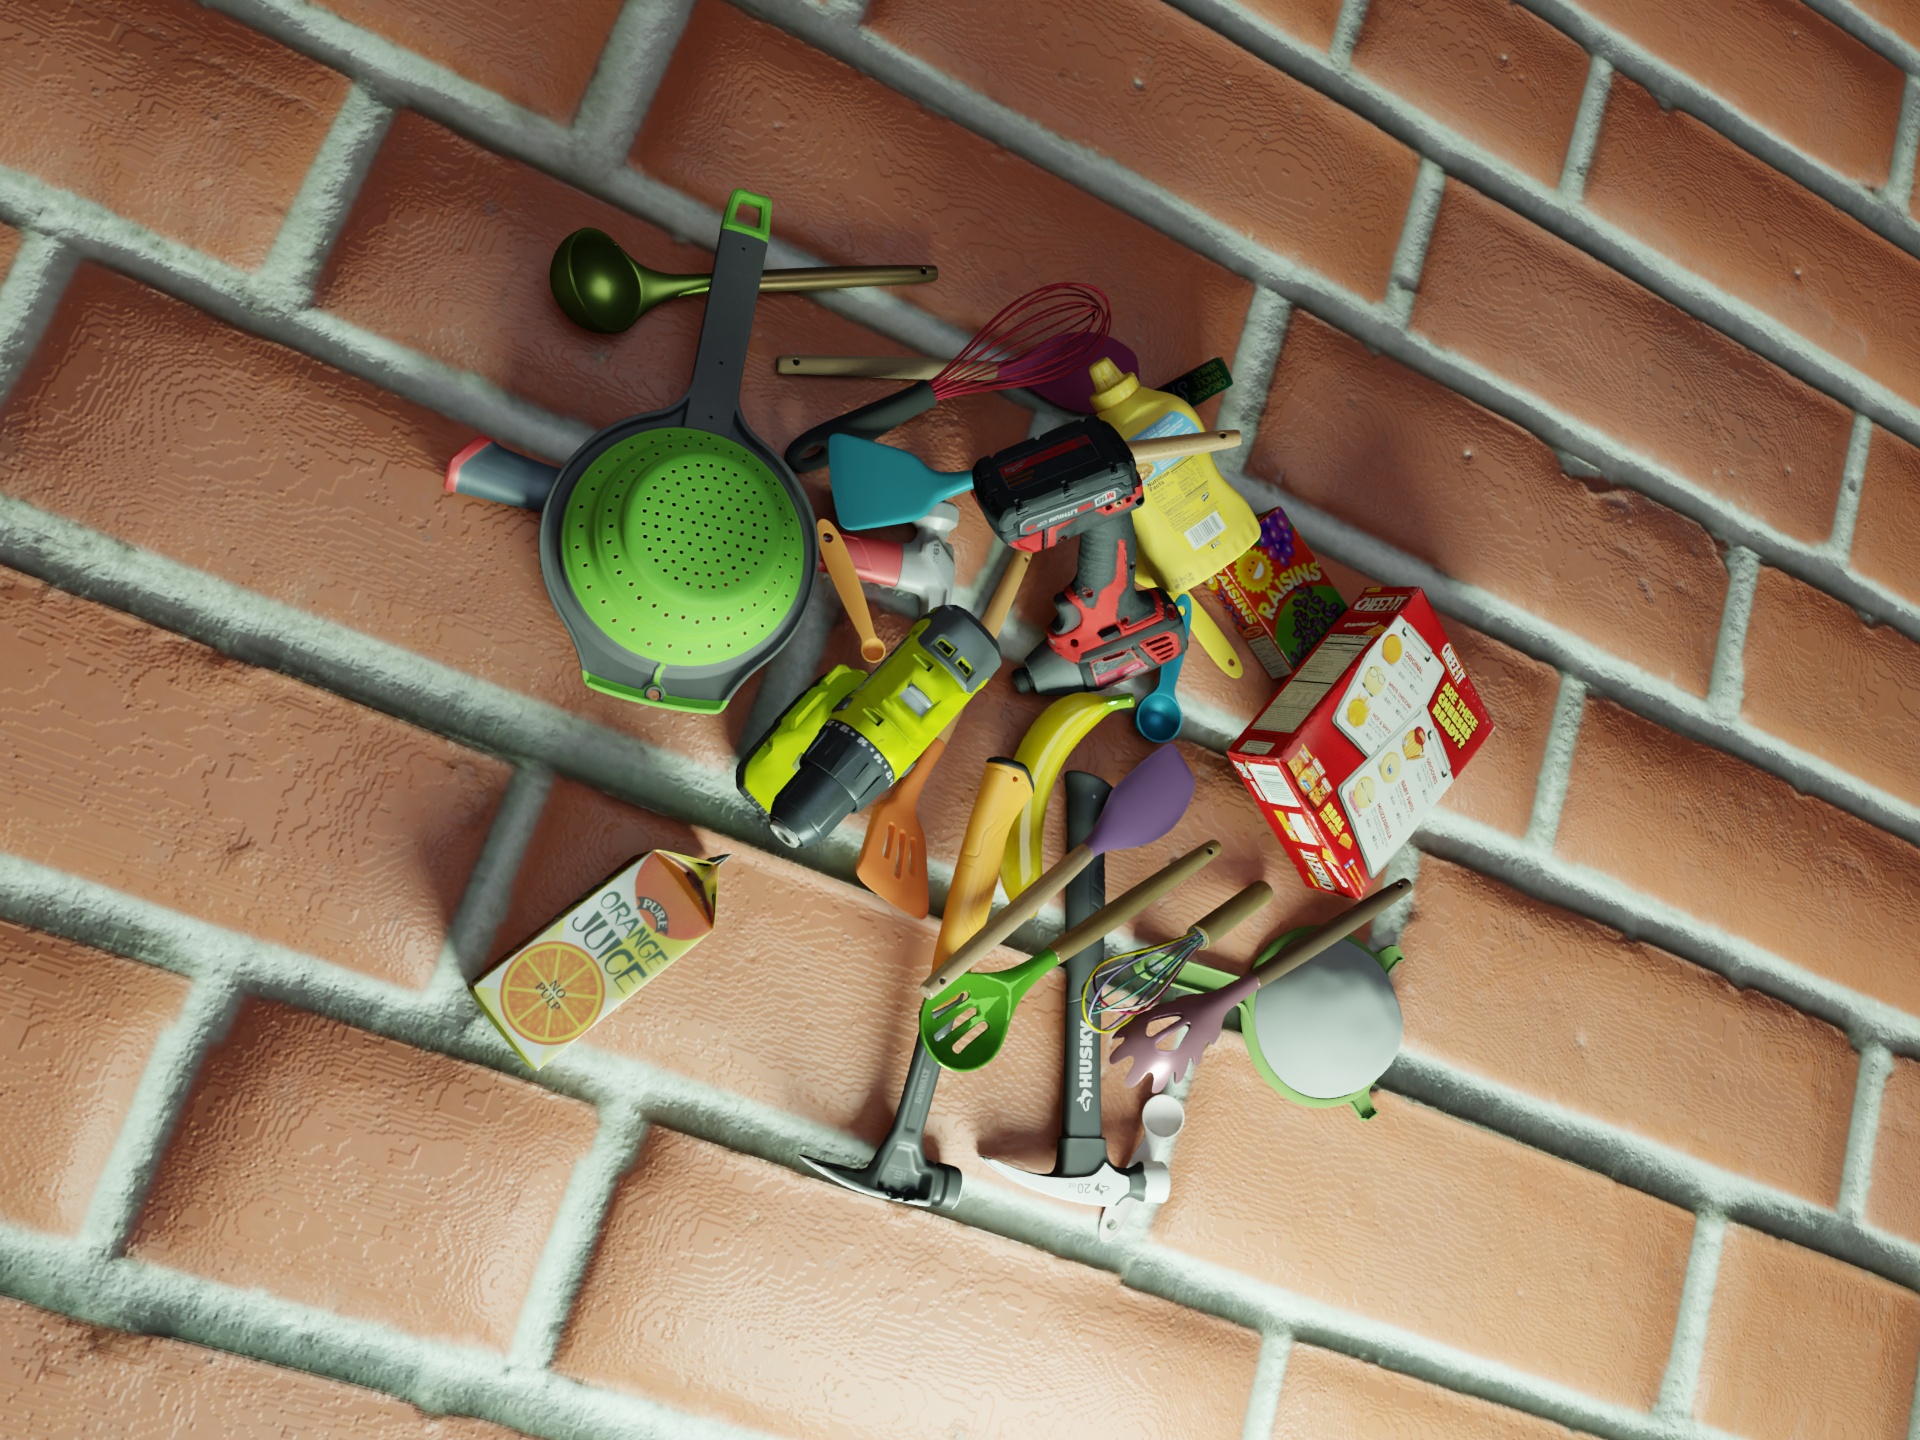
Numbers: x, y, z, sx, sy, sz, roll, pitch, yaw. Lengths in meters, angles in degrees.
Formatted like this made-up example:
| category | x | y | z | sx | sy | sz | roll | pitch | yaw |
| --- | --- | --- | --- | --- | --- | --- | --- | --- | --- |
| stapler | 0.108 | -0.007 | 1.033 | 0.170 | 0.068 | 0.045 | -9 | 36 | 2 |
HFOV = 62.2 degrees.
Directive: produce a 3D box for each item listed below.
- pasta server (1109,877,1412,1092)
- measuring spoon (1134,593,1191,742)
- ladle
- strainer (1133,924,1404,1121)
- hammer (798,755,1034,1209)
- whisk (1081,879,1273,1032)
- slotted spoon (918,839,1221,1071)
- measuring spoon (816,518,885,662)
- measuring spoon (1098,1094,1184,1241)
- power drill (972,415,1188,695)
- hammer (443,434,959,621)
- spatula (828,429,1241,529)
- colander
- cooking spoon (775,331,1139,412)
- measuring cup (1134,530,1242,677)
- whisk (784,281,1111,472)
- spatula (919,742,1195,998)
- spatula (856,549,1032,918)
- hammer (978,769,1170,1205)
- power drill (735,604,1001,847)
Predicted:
| category | x | y | z | sx | sy | sz | roll | pitch | yaw |
| --- | --- | --- | --- | --- | --- | --- | --- | --- | --- |
| pasta server | 0.249 | 0.199 | 1.266 | 0.316 | 0.040 | 0.060 | -25 | 63 | -29 |
| measuring spoon | 0.170 | -0.043 | 1.323 | 0.042 | 0.021 | 0.129 | 17 | 80 | -19 |
| ladle | -0.159 | -0.344 | 1.233 | 0.320 | 0.062 | 0.078 | -10 | 91 | -25 |
| strainer | 0.264 | 0.227 | 1.293 | 0.256 | 0.069 | 0.151 | 19 | 75 | -19 |
| hammer | -0.015 | 0.187 | 1.187 | 0.127 | 0.034 | 0.337 | 22 | 79 | -29 |
| whisk | 0.174 | 0.176 | 1.248 | 0.245 | 0.051 | 0.047 | -25 | 75 | -43 |
| slotted spoon | 0.089 | 0.169 | 1.212 | 0.314 | 0.031 | 0.070 | -29 | 87 | -29 |
| measuring spoon | -0.085 | -0.098 | 1.207 | 0.021 | 0.011 | 0.117 | -21 | 88 | -23 |
| measuring spoon | 0.139 | 0.354 | 1.258 | 0.034 | 0.018 | 0.124 | 28 | 79 | -1 |
| power drill | 0.088 | -0.111 | 1.224 | 0.143 | 0.079 | 0.219 | -22 | 132 | 0 |
| hammer | -0.190 | -0.132 | 1.196 | 0.386 | 0.038 | 0.143 | 10 | 80 | -19 |
| spatula | 0.059 | -0.199 | 1.225 | 0.317 | 0.044 | 0.082 | -8 | 71 | 1 |
| colander | -0.176 | -0.208 | 1.138 | 0.204 | 0.094 | 0.397 | 12 | 80 | -19 |
| cooking spoon | 0.004 | -0.288 | 1.305 | 0.318 | 0.017 | 0.069 | -3 | 92 | -22 |
| measuring cup | 0.196 | -0.102 | 1.341 | 0.062 | 0.029 | 0.156 | -38 | 94 | -22 |
| whisk | -0.008 | -0.270 | 1.263 | 0.296 | 0.073 | 0.073 | -29 | 92 | -10 |
| spatula | 0.082 | 0.117 | 1.218 | 0.316 | 0.018 | 0.059 | -36 | 100 | -33 |
| spatula | -0.002 | -0.004 | 1.245 | 0.081 | 0.041 | 0.323 | 39 | 67 | -36 |
| hammer | 0.092 | 0.205 | 1.246 | 0.146 | 0.035 | 0.335 | 5 | 78 | -14 |
| power drill | -0.081 | 0.018 | 1.109 | 0.080 | 0.228 | 0.190 | 45 | 69 | -9 |
